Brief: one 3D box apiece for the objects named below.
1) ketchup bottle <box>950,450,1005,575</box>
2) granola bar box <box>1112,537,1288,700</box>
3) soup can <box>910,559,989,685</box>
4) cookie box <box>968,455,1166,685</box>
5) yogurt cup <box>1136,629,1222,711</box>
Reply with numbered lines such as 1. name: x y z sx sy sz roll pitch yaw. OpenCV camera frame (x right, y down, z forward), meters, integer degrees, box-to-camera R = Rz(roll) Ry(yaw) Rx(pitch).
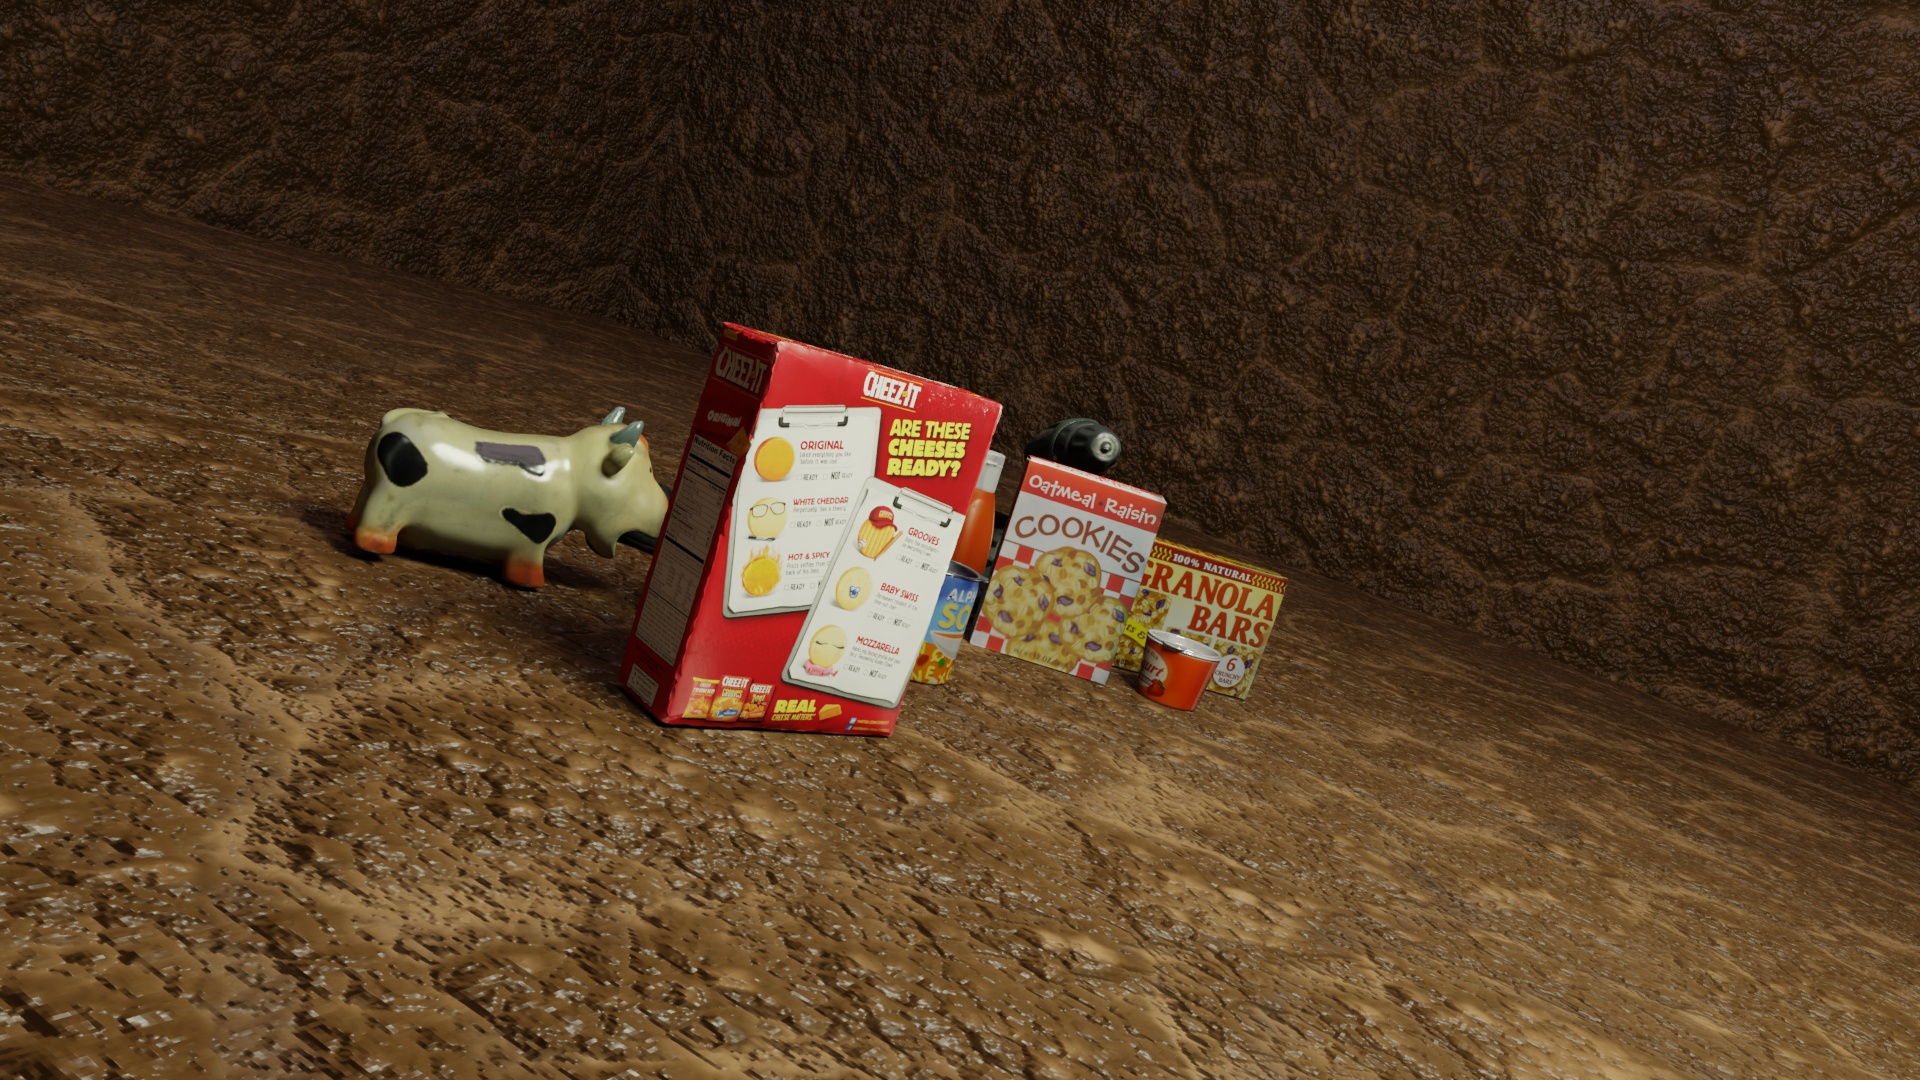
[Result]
1. ketchup bottle: 0.005 -0.017 1.353 0.065 0.148 0.043 15 8 -24
2. granola bar box: 0.210 0.070 1.300 0.166 0.124 0.039 15 8 -18
3. soup can: -0.025 0.056 1.014 0.071 0.083 0.071 18 7 -2
4. cookie box: 0.091 0.024 1.188 0.123 0.167 0.040 18 7 -3
5. yogurt cup: 0.186 0.113 1.202 0.072 0.054 0.072 18 7 -2
